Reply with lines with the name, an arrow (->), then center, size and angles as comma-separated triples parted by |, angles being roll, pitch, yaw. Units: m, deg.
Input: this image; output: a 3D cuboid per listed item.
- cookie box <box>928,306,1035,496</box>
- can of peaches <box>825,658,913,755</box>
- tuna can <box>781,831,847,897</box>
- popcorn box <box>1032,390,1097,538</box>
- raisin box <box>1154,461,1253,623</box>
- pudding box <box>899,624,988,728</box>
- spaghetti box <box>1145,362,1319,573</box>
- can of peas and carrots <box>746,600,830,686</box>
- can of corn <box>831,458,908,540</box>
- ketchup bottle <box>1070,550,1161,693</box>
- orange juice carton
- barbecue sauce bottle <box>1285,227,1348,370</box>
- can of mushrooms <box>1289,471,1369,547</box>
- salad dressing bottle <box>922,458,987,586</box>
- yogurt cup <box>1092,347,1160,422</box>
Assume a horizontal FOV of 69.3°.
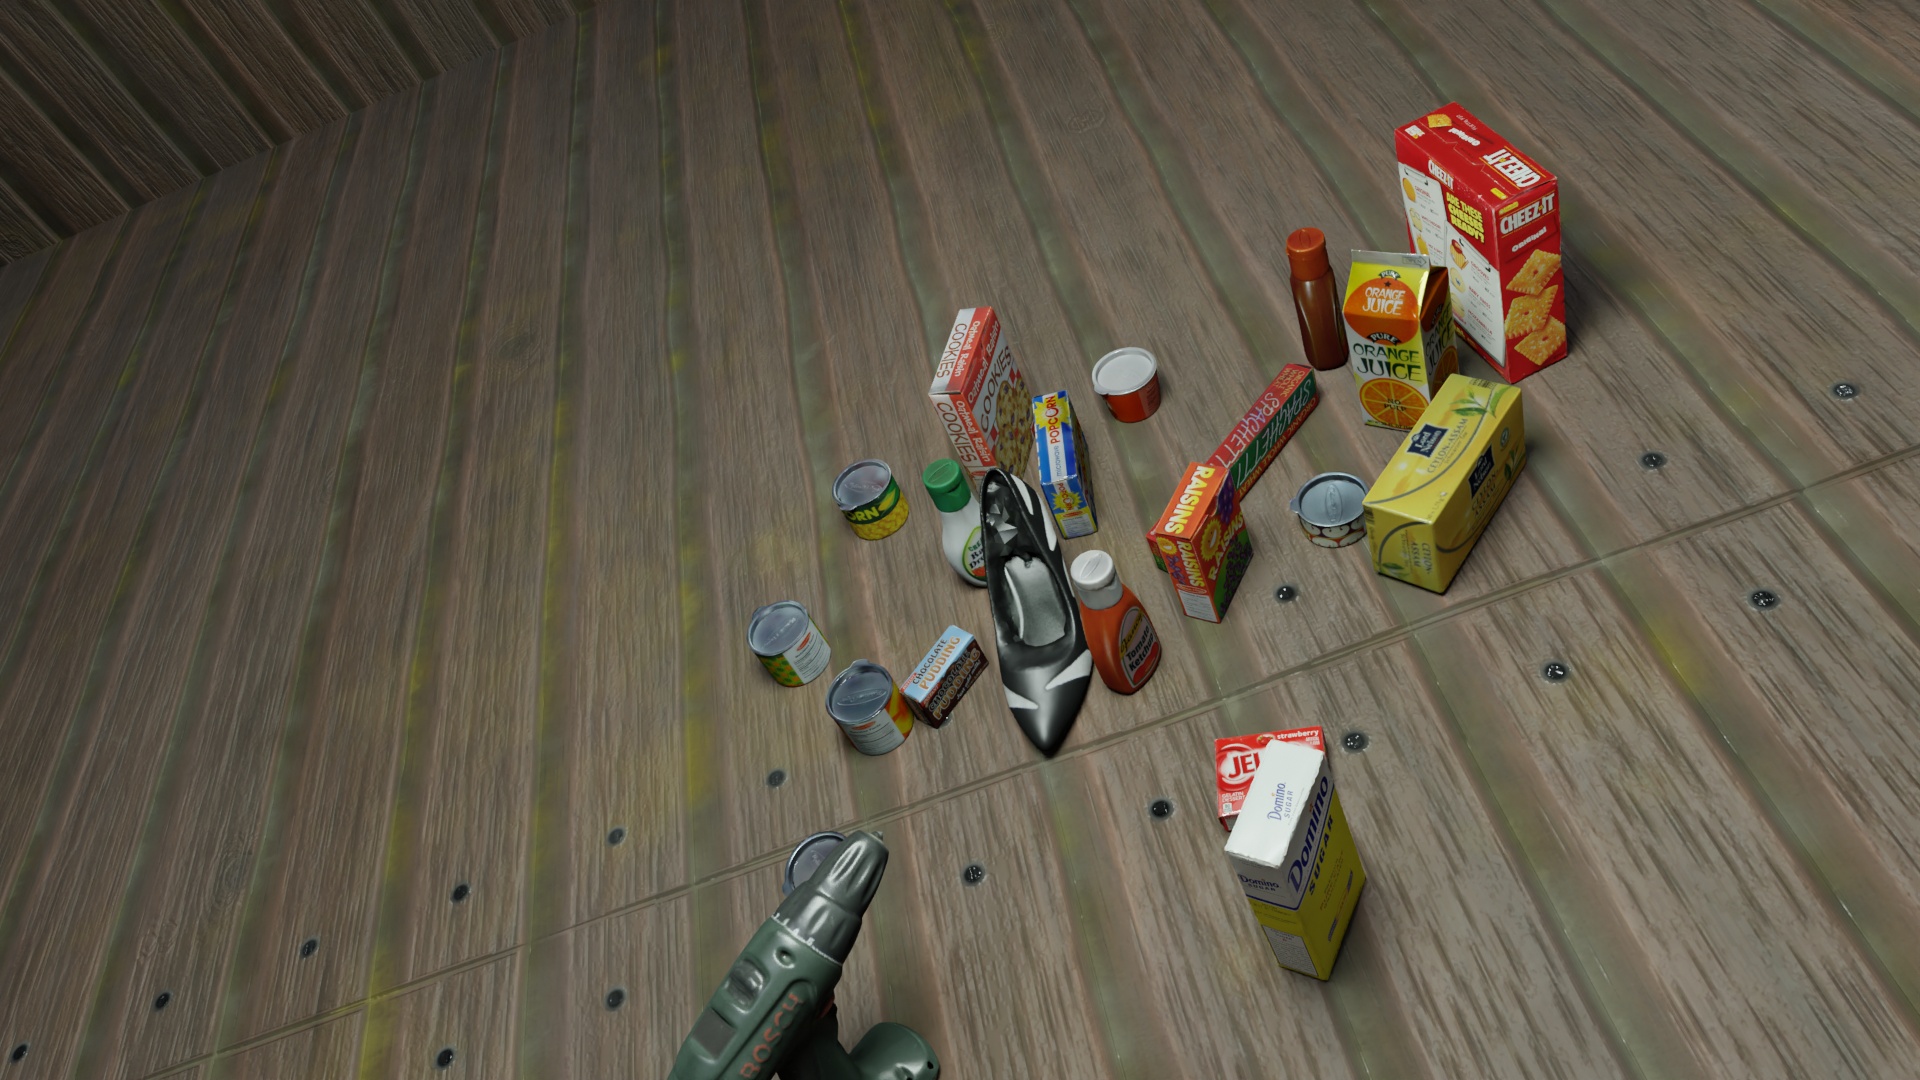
cookie box -> 0.028, -0.136, 1.415 | 0.040, 0.166, 0.123 | -1, 50, 24
can of peaches -> -0.083, 0.154, 1.282 | 0.071, 0.057, 0.071 | -13, 46, 14
tuna can -> -0.117, 0.289, 1.195 | 0.071, 0.032, 0.071 | -13, 46, 14
popcorn box -> 0.104, -0.076, 1.384 | 0.038, 0.085, 0.127 | -15, 46, 13
raisin box -> 0.218, 0.003, 1.233 | 0.040, 0.123, 0.086 | 13, 57, 33
pudding box -> -0.015, 0.125, 1.283 | 0.030, 0.049, 0.084 | 22, 62, 38
spaghetti box -> 0.264, -0.071, 1.330 | 0.029, 0.050, 0.251 | 24, 64, 39
can of peas and carrots -> -0.170, 0.101, 1.370 | 0.071, 0.058, 0.071 | -13, 46, 14
can of corn -> -0.095, -0.041, 1.464 | 0.071, 0.058, 0.071 | -13, 46, 14
ketchup bottle -> 0.131, 0.067, 1.197 | 0.043, 0.148, 0.065 | 18, 60, 36
orange juice carton -> 0.404, -0.190, 1.271 | 0.072, 0.192, 0.073 | 15, 58, 34
barbecue sauce bottle -> 0.351, -0.240, 1.372 | 0.043, 0.148, 0.065 | -13, 47, 15
can of mushrooms -> 0.339, -0.028, 1.268 | 0.071, 0.033, 0.071 | -13, 46, 14
salad dressing bottle -> 0.005, -0.017, 1.332 | 0.064, 0.147, 0.044 | -39, 46, -12
yogurt cup -> 0.176, -0.160, 1.448 | 0.072, 0.053, 0.073 | -13, 46, 14
